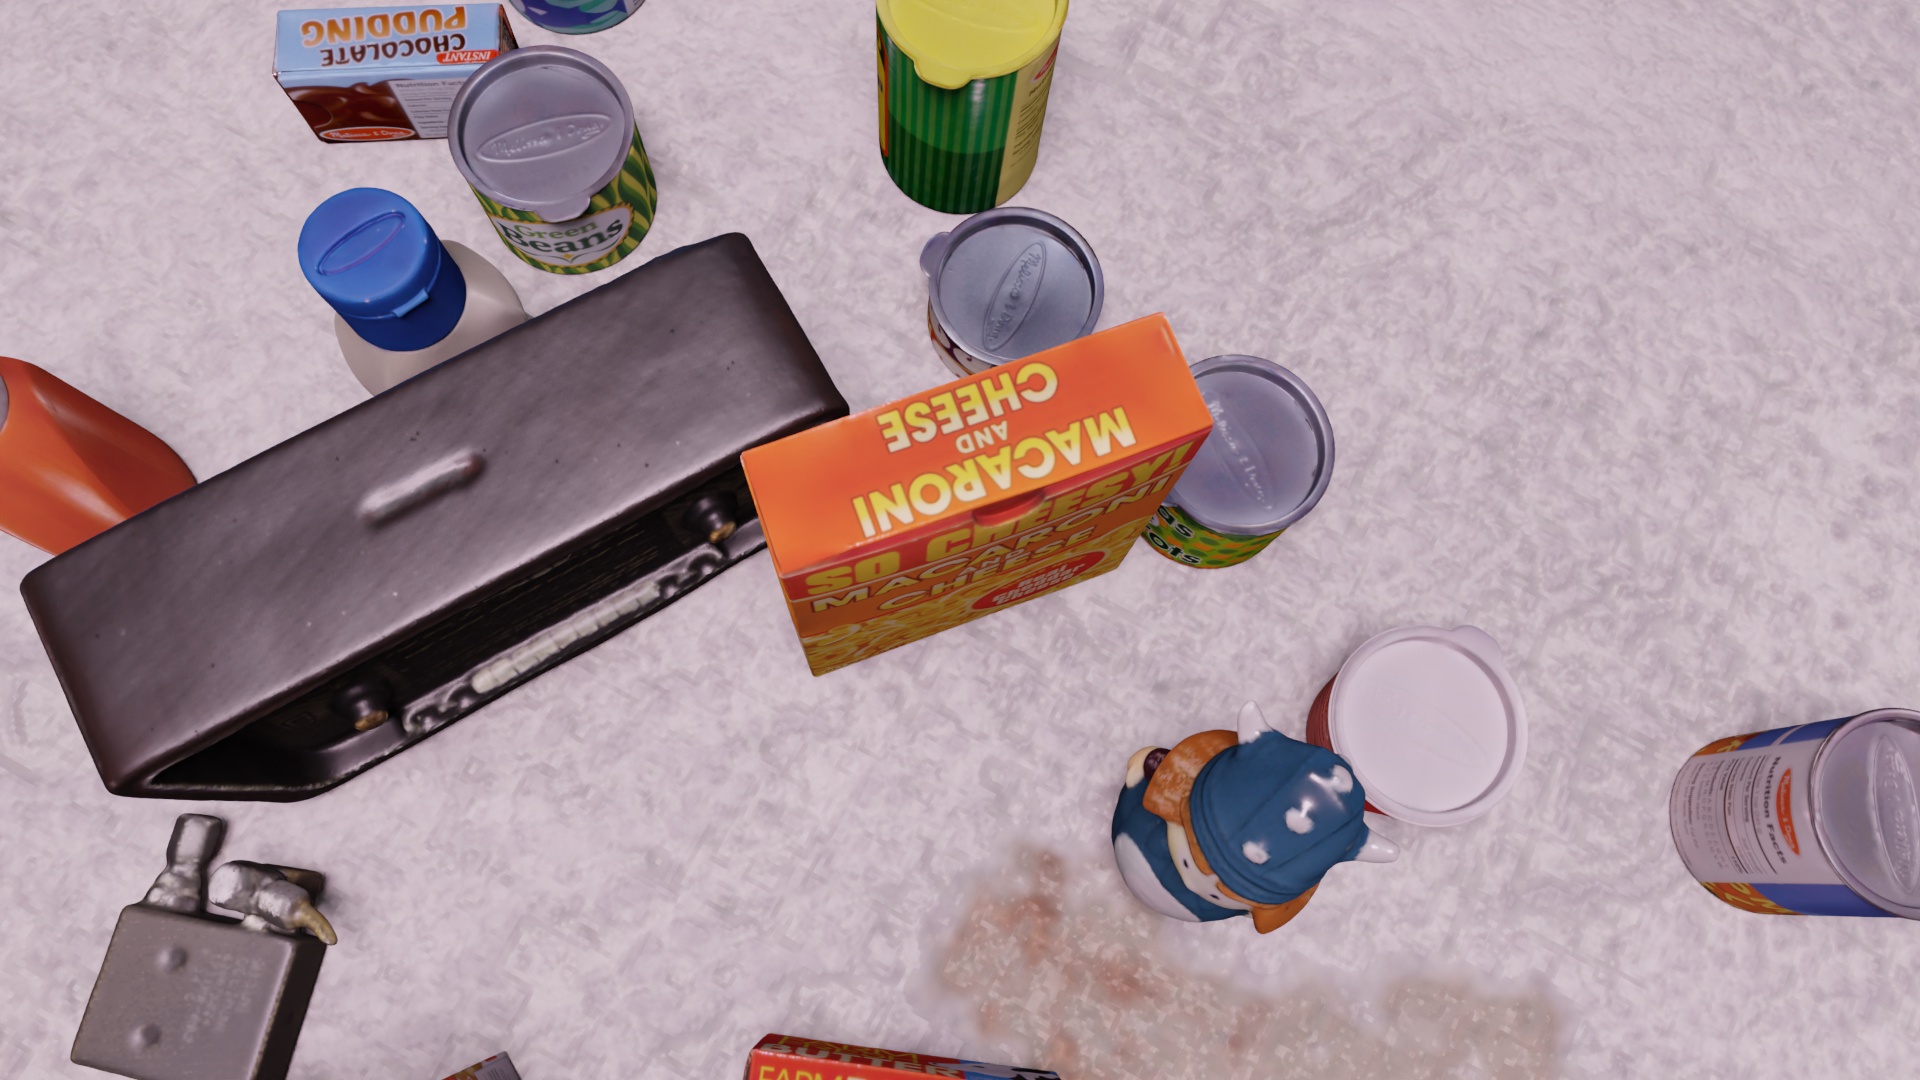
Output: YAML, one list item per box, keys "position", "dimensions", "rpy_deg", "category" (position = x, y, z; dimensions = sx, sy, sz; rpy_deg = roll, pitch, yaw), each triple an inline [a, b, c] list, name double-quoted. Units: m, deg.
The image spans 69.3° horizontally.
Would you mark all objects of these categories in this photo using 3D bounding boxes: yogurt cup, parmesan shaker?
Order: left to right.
- position: [0.000, -0.171, 0.518]
  dimensions: [0.071, 0.103, 0.071]
  rpy_deg: [1, 76, -3]
  category: "parmesan shaker"
- position: [0.156, 0.067, 0.490]
  dimensions: [0.072, 0.054, 0.072]
  rpy_deg: [1, 76, -3]
  category: "yogurt cup"

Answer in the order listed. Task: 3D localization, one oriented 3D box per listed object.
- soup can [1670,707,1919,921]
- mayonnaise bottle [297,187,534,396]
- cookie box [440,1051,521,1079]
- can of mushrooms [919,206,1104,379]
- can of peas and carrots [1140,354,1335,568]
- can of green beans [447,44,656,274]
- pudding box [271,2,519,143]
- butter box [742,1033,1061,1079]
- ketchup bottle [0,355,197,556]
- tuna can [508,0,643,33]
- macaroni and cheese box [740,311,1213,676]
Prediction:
- position: [0.300, 0.096, 0.476]
  dimensions: [0.071, 0.083, 0.071]
  rpy_deg: [1, 76, -3]
  category: "soup can"
- position: [-0.170, -0.066, 0.457]
  dimensions: [0.065, 0.147, 0.041]
  rpy_deg: [-39, 81, -11]
  category: "mayonnaise bottle"
- position: [-0.193, 0.198, 0.378]
  dimensions: [0.123, 0.167, 0.040]
  rpy_deg: [-30, 80, -10]
  category: "cookie box"
- position: [0.018, -0.093, 0.534]
  dimensions: [0.071, 0.033, 0.071]
  rpy_deg: [1, 76, -3]
  category: "can of mushrooms"
- position: [0.094, -0.026, 0.508]
  dimensions: [0.071, 0.058, 0.071]
  rpy_deg: [1, 76, -3]
  category: "can of peas and carrots"
- position: [-0.152, -0.142, 0.524]
  dimensions: [0.071, 0.057, 0.071]
  rpy_deg: [1, 76, -3]
  category: "can of green beans"
- position: [-0.213, -0.179, 0.535]
  dimensions: [0.084, 0.049, 0.030]
  rpy_deg: [-4, 76, -4]
  category: "pudding box"
- position: [-0.018, 0.181, 0.451]
  dimensions: [0.103, 0.053, 0.024]
  rpy_deg: [8, 76, -1]
  category: "butter box"
- position: [-0.297, -0.029, 0.440]
  dimensions: [0.043, 0.148, 0.065]
  rpy_deg: [-31, 80, -10]
  category: "ketchup bottle"
- position: [-0.161, -0.242, 0.563]
  dimensions: [0.071, 0.032, 0.071]
  rpy_deg: [1, 76, -3]
  category: "tuna can"
- position: [0.002, -0.006, 0.442]
  dimensions: [0.124, 0.166, 0.040]
  rpy_deg: [-20, 78, -8]
  category: "macaroni and cheese box"
